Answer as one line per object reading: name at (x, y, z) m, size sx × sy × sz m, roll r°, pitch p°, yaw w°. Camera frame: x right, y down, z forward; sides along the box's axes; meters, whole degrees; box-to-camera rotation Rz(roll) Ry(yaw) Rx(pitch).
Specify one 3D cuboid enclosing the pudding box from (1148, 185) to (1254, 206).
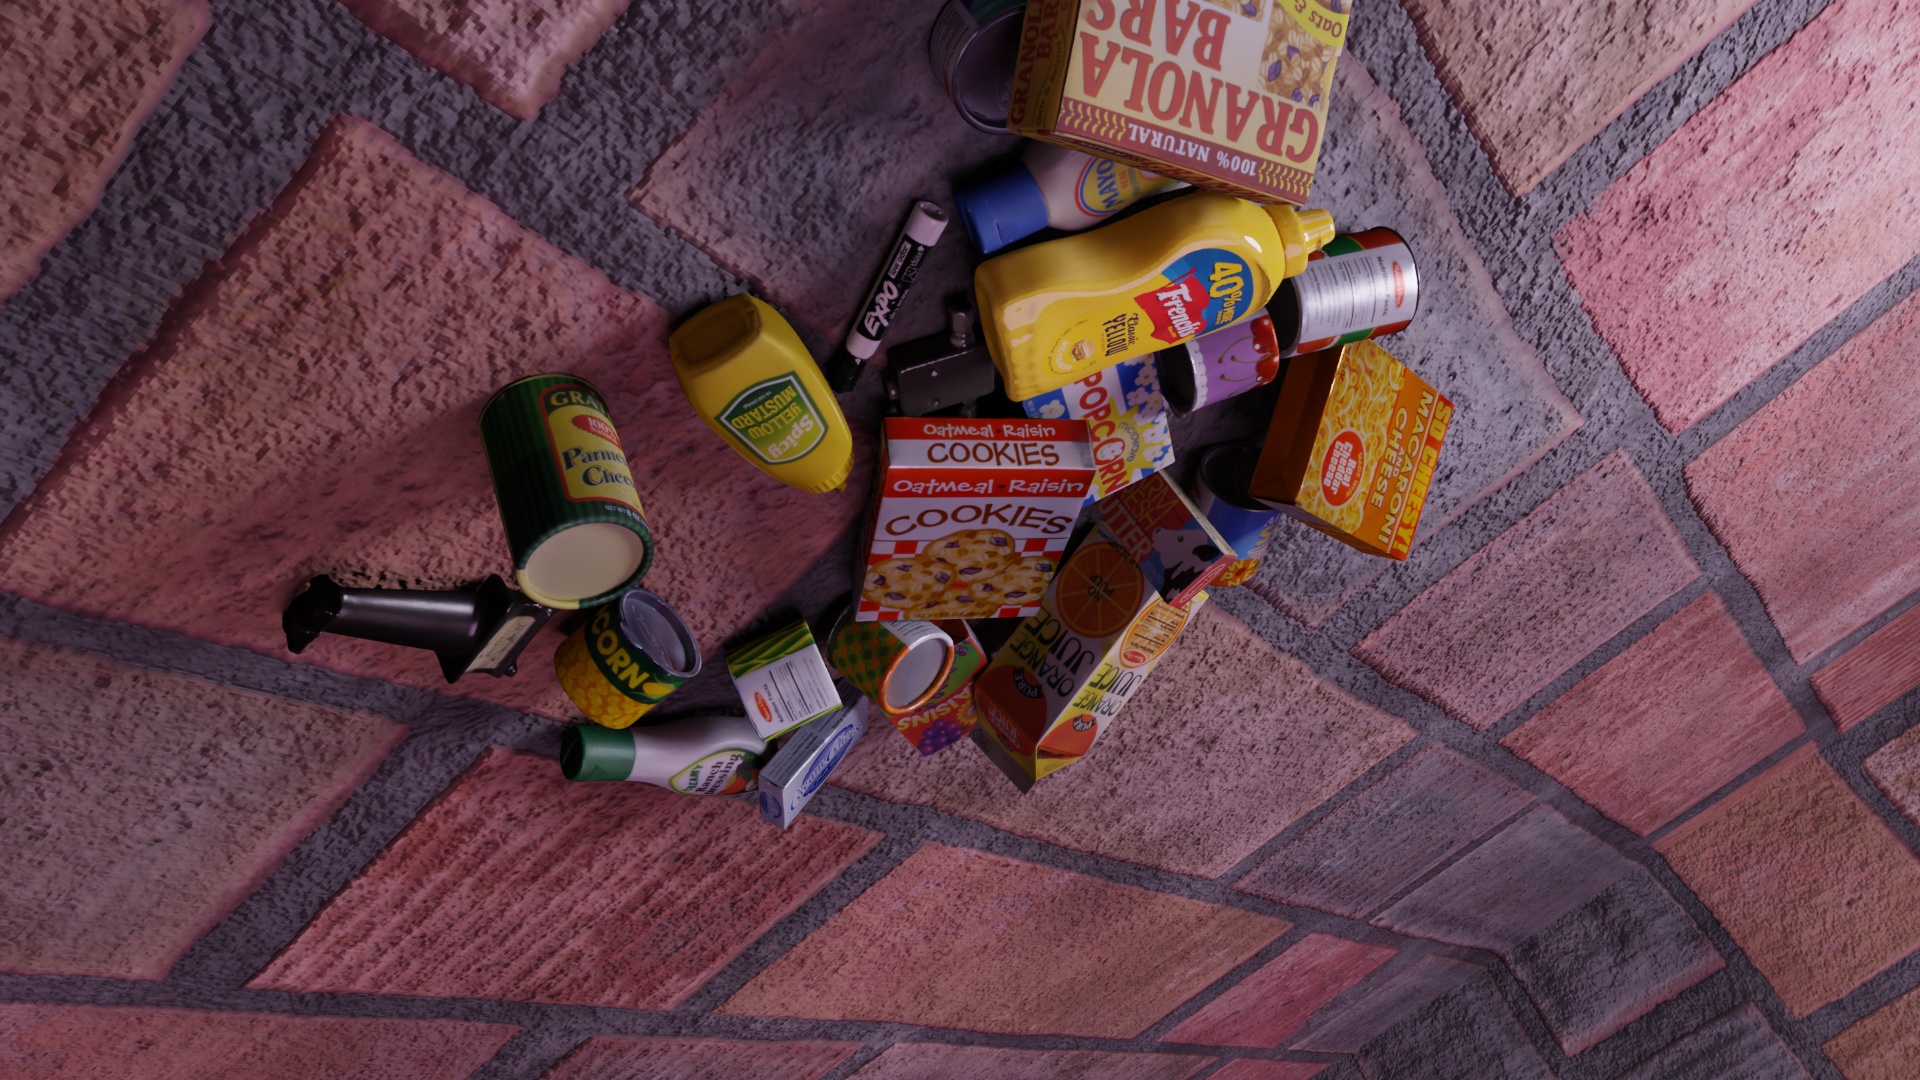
pudding box at (0.141, -0.180, 0.783) m, size 0.049 × 0.030 × 0.083 m, roll -32°, pitch 144°, yaw 8°

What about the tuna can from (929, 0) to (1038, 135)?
tuna can at (0.023, -0.227, 0.647) m, size 0.071 × 0.033 × 0.070 m, roll -18°, pitch 143°, yaw -14°

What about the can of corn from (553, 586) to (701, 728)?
can of corn at (-0.201, 0.071, 0.834) m, size 0.058 × 0.071 × 0.071 m, roll -38°, pitch 143°, yaw 14°

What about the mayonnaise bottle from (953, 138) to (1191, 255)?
mayonnaise bottle at (0.070, -0.193, 0.712) m, size 0.148 × 0.041 × 0.064 m, roll -26°, pitch 141°, yaw -4°

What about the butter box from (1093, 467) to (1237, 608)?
butter box at (0.132, -0.010, 0.923) m, size 0.053 × 0.104 × 0.024 m, roll -44°, pitch 150°, yaw 18°

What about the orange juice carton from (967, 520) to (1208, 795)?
orange juice carton at (0.082, 0.088, 0.993) m, size 0.192 × 0.072 × 0.073 m, roll -54°, pitch 145°, yaw 9°

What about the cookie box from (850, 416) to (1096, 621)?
cookie box at (0.003, -0.011, 0.855) m, size 0.123 × 0.040 × 0.166 m, roll -1°, pitch 146°, yaw -12°

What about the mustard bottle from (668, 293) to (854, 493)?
mustard bottle at (-0.094, -0.066, 0.753) m, size 0.065 × 0.049 × 0.159 m, roll -30°, pitch 144°, yaw 6°

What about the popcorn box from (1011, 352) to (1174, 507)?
popcorn box at (0.081, -0.078, 0.861) m, size 0.085 × 0.038 × 0.126 m, roll -27°, pitch 144°, yaw -2°

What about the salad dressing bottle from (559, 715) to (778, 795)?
salad dressing bottle at (-0.198, 0.147, 0.950) m, size 0.148 × 0.044 × 0.064 m, roll 9°, pitch 130°, yaw -39°

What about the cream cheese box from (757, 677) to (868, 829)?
cream cheese box at (-0.104, 0.151, 0.989) m, size 0.104 × 0.024 × 0.053 m, roll -49°, pitch 156°, yaw -37°

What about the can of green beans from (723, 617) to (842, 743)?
can of green beans at (-0.117, 0.092, 0.916) m, size 0.058 × 0.071 × 0.071 m, roll -24°, pitch 144°, yaw -6°

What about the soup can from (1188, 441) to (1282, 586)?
soup can at (0.194, -0.017, 0.983) m, size 0.071 × 0.071 × 0.083 m, roll -12°, pitch 142°, yaw -20°

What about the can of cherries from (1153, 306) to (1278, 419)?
can of cherries at (0.151, -0.115, 0.838) m, size 0.058 × 0.072 × 0.071 m, roll -21°, pitch 144°, yaw -11°

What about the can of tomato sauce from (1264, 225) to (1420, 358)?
can of tomato sauce at (0.223, -0.150, 0.845) m, size 0.083 × 0.071 × 0.070 m, roll -15°, pitch 142°, yaw -17°

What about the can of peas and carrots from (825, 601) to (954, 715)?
can of peas and carrots at (-0.048, 0.077, 0.932) m, size 0.071 × 0.059 × 0.070 m, roll -32°, pitch 140°, yaw -31°

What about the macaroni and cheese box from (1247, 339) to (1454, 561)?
macaroni and cheese box at (0.271, -0.065, 0.951) m, size 0.166 × 0.040 × 0.123 m, roll 20°, pitch 87°, yaw -46°

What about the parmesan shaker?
parmesan shaker at (-0.195, -0.024, 0.693) m, size 0.071 × 0.103 × 0.071 m, roll -18°, pitch 143°, yaw -14°

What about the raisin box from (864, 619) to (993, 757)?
raisin box at (-0.017, 0.104, 1.020) m, size 0.086 × 0.040 × 0.123 m, roll -30°, pitch 145°, yaw 1°

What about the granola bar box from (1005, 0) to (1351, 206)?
granola bar box at (0.107, -0.232, 0.640) m, size 0.166 × 0.039 × 0.124 m, roll 4°, pitch 101°, yaw -36°
